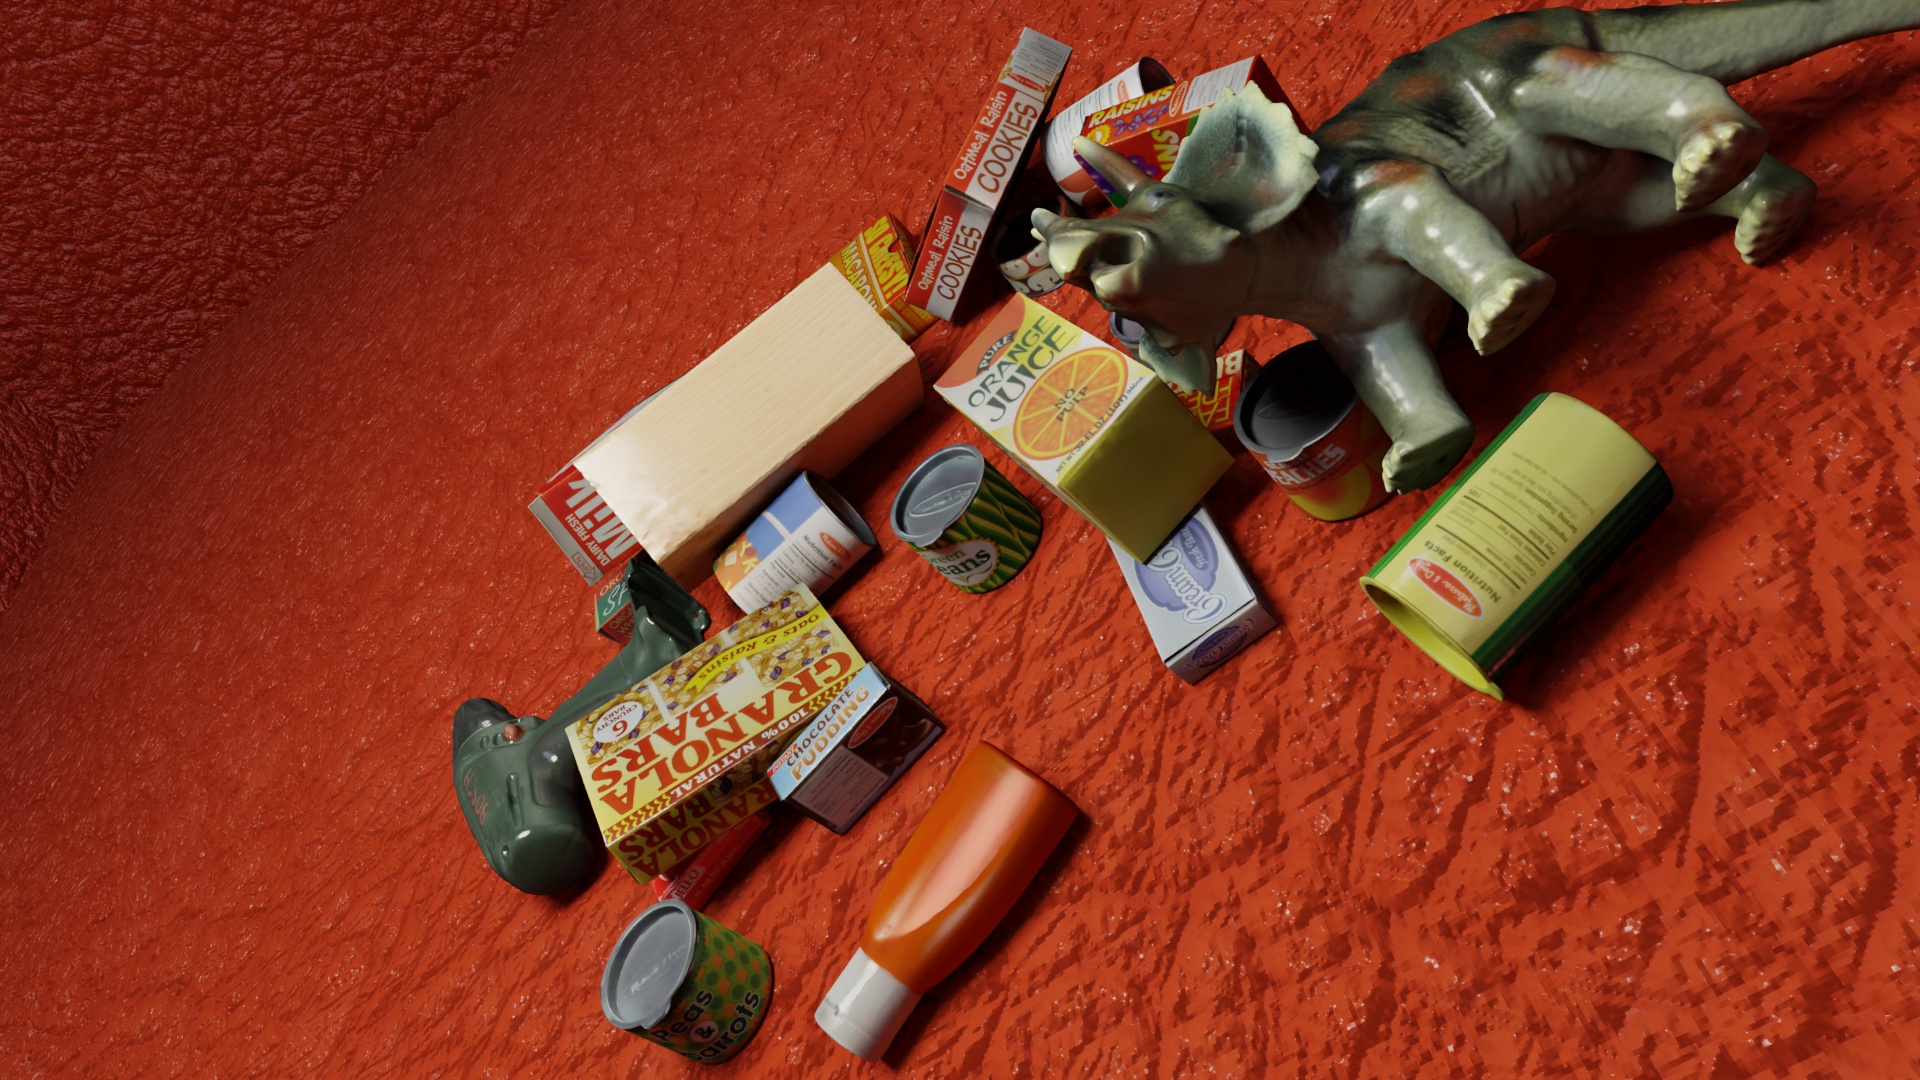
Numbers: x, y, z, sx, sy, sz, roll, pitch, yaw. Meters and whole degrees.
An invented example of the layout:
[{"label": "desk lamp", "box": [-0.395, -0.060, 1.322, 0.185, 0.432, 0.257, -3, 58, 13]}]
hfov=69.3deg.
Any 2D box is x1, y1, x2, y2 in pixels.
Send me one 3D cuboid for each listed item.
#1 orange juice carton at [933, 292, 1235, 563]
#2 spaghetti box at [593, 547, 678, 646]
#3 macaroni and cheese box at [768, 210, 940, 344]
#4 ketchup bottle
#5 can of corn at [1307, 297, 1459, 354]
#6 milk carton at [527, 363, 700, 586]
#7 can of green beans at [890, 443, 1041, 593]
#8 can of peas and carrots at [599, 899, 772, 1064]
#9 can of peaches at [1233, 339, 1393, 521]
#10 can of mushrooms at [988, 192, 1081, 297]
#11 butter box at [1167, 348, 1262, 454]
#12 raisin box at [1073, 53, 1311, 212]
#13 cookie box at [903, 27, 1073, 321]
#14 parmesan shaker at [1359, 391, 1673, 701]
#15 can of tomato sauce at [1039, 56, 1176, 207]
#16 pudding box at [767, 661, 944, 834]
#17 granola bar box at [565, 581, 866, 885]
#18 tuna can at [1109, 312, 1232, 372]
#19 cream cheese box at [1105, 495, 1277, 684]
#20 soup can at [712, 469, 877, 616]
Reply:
[{"label": "orange juice carton", "box": [0.052, -0.070, 0.739, 0.072, 0.073, 0.193, -48, 35, 2]}, {"label": "spaghetti box", "box": [-0.168, -0.019, 1.002, 0.249, 0.028, 0.050, -41, 36, 10]}, {"label": "macaroni and cheese box", "box": [-0.096, -0.162, 1.054, 0.166, 0.040, 0.124, -37, 37, 14]}, {"label": "ketchup bottle", "box": [-0.010, 0.167, 0.643, 0.149, 0.043, 0.065, -54, 35, -9]}, {"label": "can of corn", "box": [0.210, -0.121, 0.673, 0.071, 0.071, 0.058, 10, 65, 51]}, {"label": "milk carton", "box": [-0.234, -0.046, 1.004, 0.073, 0.072, 0.191, -24, 19, 35]}, {"label": "can of green beans", "box": [0.003, -0.012, 0.789, 0.071, 0.057, 0.071, -28, 40, 26]}, {"label": "can of peas and carrots", "box": [-0.138, 0.227, 0.707, 0.071, 0.058, 0.071, -27, 40, 26]}, {"label": "can of peaches", "box": [0.170, -0.049, 0.651, 0.071, 0.058, 0.071, -27, 41, 26]}, {"label": "can of mushrooms", "box": [0.056, -0.201, 0.939, 0.071, 0.033, 0.071, -28, 39, 26]}, {"label": "butter box", "box": [0.114, -0.064, 0.752, 0.103, 0.024, 0.053, -17, 46, 36]}, {"label": "raisin box", "box": [0.142, -0.231, 0.832, 0.123, 0.086, 0.040, -6, 54, 43]}, {"label": "cookie box", "box": [0.018, -0.251, 0.957, 0.122, 0.040, 0.168, 118, 177, -59]}, {"label": "parmesan shaker", "box": [0.219, 0.002, 0.545, 0.103, 0.071, 0.071, -46, 35, 1]}, {"label": "can of tomato sauce", "box": [0.105, -0.269, 0.922, 0.083, 0.071, 0.071, -25, 41, 35]}, {"label": "pudding box", "box": [-0.055, 0.111, 0.740, 0.083, 0.049, 0.030, -47, 37, 2]}, {"label": "granola bar box", "box": [-0.133, 0.106, 0.794, 0.166, 0.039, 0.124, -32, 33, -10]}, {"label": "tuna can", "box": [0.124, -0.132, 0.801, 0.071, 0.032, 0.071, -28, 40, 26]}, {"label": "cream cheese box", "box": [0.110, 0.017, 0.678, 0.053, 0.024, 0.104, -37, 36, 15]}, {"label": "soup can", "box": [-0.105, 0.006, 0.880, 0.083, 0.071, 0.071, -43, 35, 8]}]
